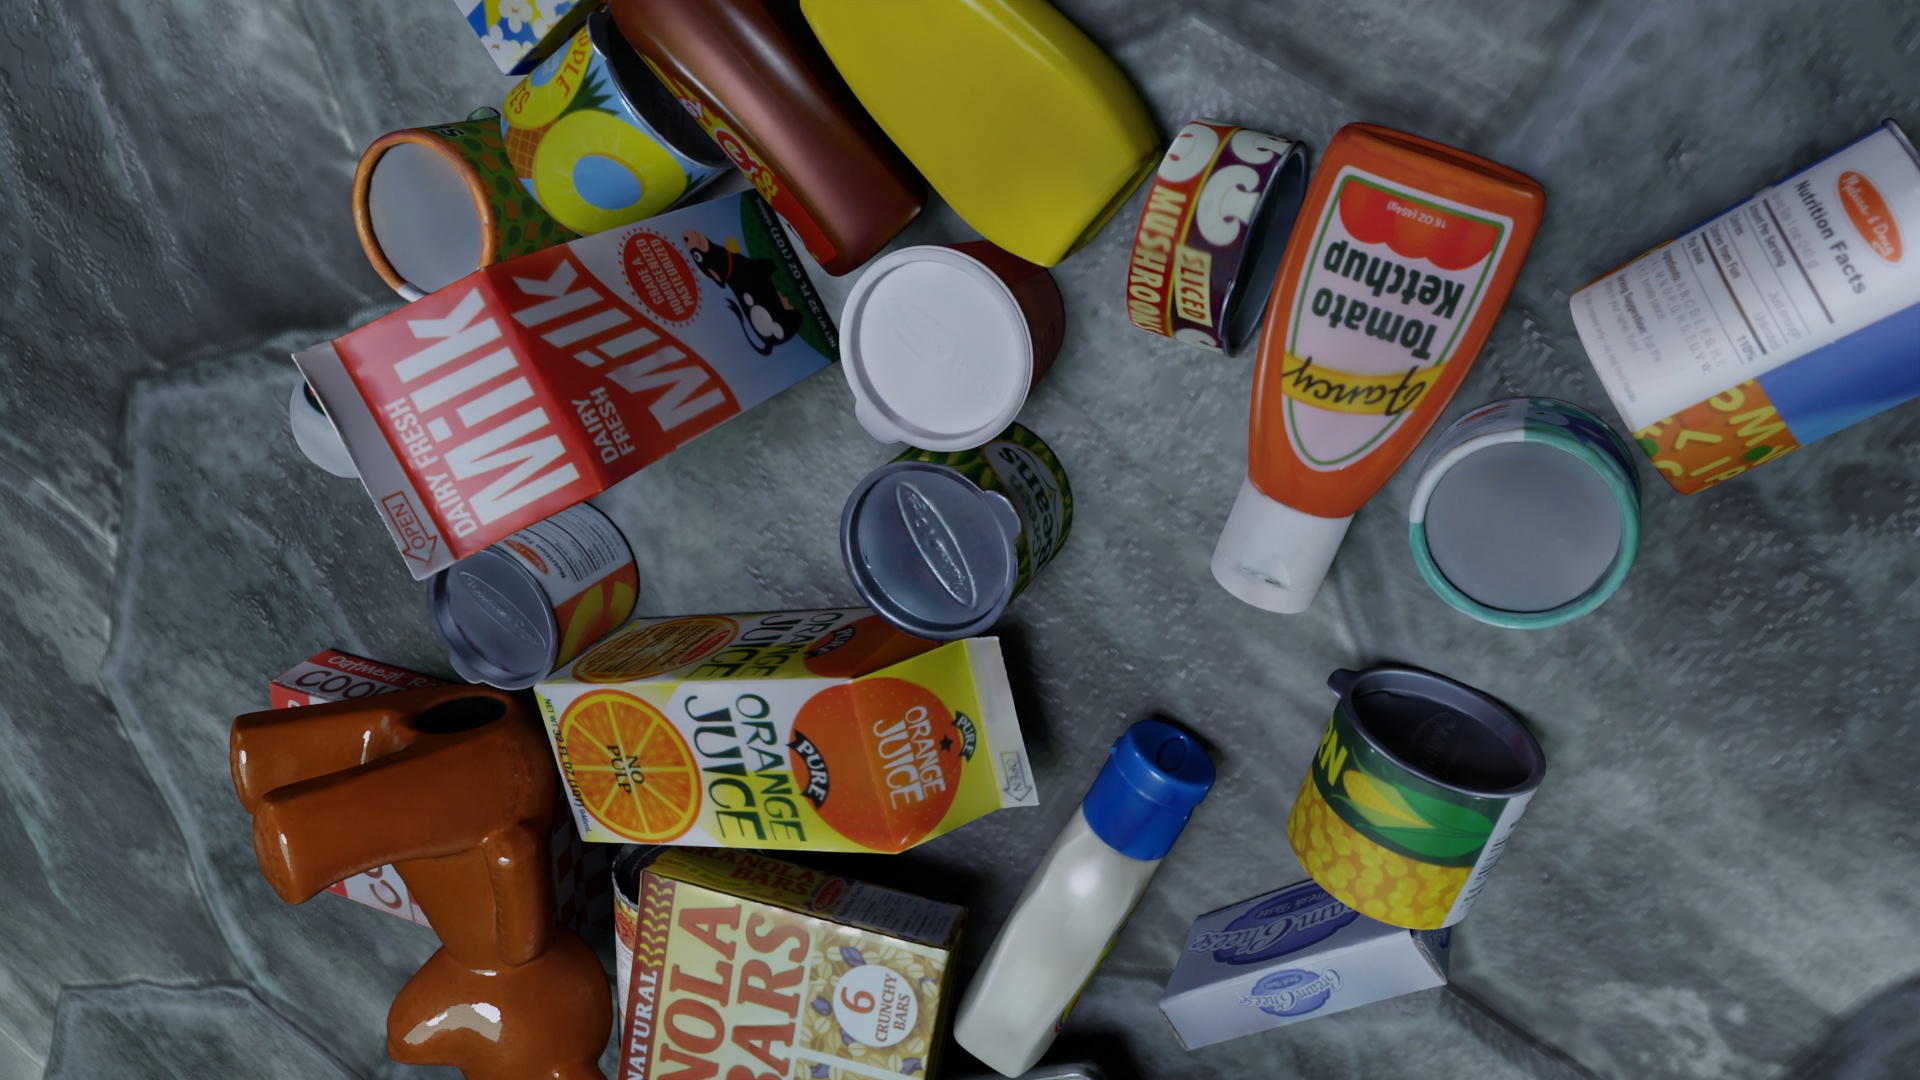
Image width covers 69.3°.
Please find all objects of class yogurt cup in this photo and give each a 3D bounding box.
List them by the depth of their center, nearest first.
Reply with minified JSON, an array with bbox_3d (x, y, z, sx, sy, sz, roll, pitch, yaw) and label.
[{"bbox_3d":[0.001,-0.070,0.468,0.072,0.054,0.072,9,114,22],"label":"yogurt cup"}]

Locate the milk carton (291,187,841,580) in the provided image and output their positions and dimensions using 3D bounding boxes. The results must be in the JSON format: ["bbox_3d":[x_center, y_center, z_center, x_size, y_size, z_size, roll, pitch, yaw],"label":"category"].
[{"bbox_3d":[-0.124,-0.054,0.453,0.073,0.191,0.072,-21,101,31],"label":"milk carton"}]

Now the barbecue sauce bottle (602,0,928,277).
[{"bbox_3d":[-0.074,-0.154,0.445,0.043,0.065,0.148,-42,107,0],"label":"barbecue sauce bottle"}]

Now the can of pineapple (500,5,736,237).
[{"bbox_3d":[-0.118,-0.147,0.484,0.057,0.071,0.071,-25,99,32],"label":"can of pineapple"}]

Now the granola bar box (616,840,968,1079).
[{"bbox_3d":[-0.072,0.214,0.548,0.124,0.039,0.165,11,100,11],"label":"granola bar box"}]

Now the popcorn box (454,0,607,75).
[{"bbox_3d":[-0.132,-0.231,0.473,0.126,0.038,0.085,-29,98,32],"label":"popcorn box"}]

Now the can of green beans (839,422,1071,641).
[{"bbox_3d":[0.000,-0.006,0.493,0.071,0.058,0.071,10,114,22],"label":"can of green beans"}]

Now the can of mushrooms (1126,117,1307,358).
[{"bbox_3d":[0.076,-0.089,0.415,0.033,0.071,0.070,21,118,18],"label":"can of mushrooms"}]

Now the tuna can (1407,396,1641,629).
[{"bbox_3d":[0.174,-0.006,0.425,0.071,0.033,0.070,10,114,22],"label":"tuna can"}]

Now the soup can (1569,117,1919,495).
[{"bbox_3d":[0.218,-0.058,0.366,0.083,0.072,0.071,-30,96,33],"label":"soup can"}]

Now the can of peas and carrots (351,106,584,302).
[{"bbox_3d":[-0.187,-0.128,0.530,0.071,0.059,0.070,9,114,21],"label":"can of peas and carrots"}]

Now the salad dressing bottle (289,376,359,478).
[{"bbox_3d":[-0.200,-0.055,0.568,0.147,0.064,0.043,-2,129,17],"label":"salad dressing bottle"}]

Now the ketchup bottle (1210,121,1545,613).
[{"bbox_3d":[0.119,-0.048,0.428,0.065,0.044,0.148,23,119,12],"label":"ketchup bottle"}]

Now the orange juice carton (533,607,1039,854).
[{"bbox_3d":[-0.064,0.072,0.547,0.192,0.073,0.071,-4,108,26],"label":"orange juice carton"}]

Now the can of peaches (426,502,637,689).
[{"bbox_3d":[-0.181,0.023,0.590,0.071,0.058,0.071,10,115,21],"label":"can of peaches"}]

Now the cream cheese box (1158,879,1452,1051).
[{"bbox_3d":[0.125,0.147,0.500,0.103,0.053,0.024,-29,99,31],"label":"cream cheese box"}]

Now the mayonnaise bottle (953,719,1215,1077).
[{"bbox_3d":[0.047,0.135,0.528,0.041,0.065,0.147,32,117,11],"label":"mayonnaise bottle"}]

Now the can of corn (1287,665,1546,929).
[{"bbox_3d":[0.145,0.083,0.456,0.071,0.071,0.058,23,119,15],"label":"can of corn"}]

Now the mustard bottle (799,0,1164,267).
[{"bbox_3d":[-0.008,-0.160,0.438,0.160,0.049,0.065,47,122,2],"label":"mustard bottle"}]

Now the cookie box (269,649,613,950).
[{"bbox_3d":[-0.254,0.131,0.680,0.167,0.040,0.122,11,115,21],"label":"cookie box"}]
